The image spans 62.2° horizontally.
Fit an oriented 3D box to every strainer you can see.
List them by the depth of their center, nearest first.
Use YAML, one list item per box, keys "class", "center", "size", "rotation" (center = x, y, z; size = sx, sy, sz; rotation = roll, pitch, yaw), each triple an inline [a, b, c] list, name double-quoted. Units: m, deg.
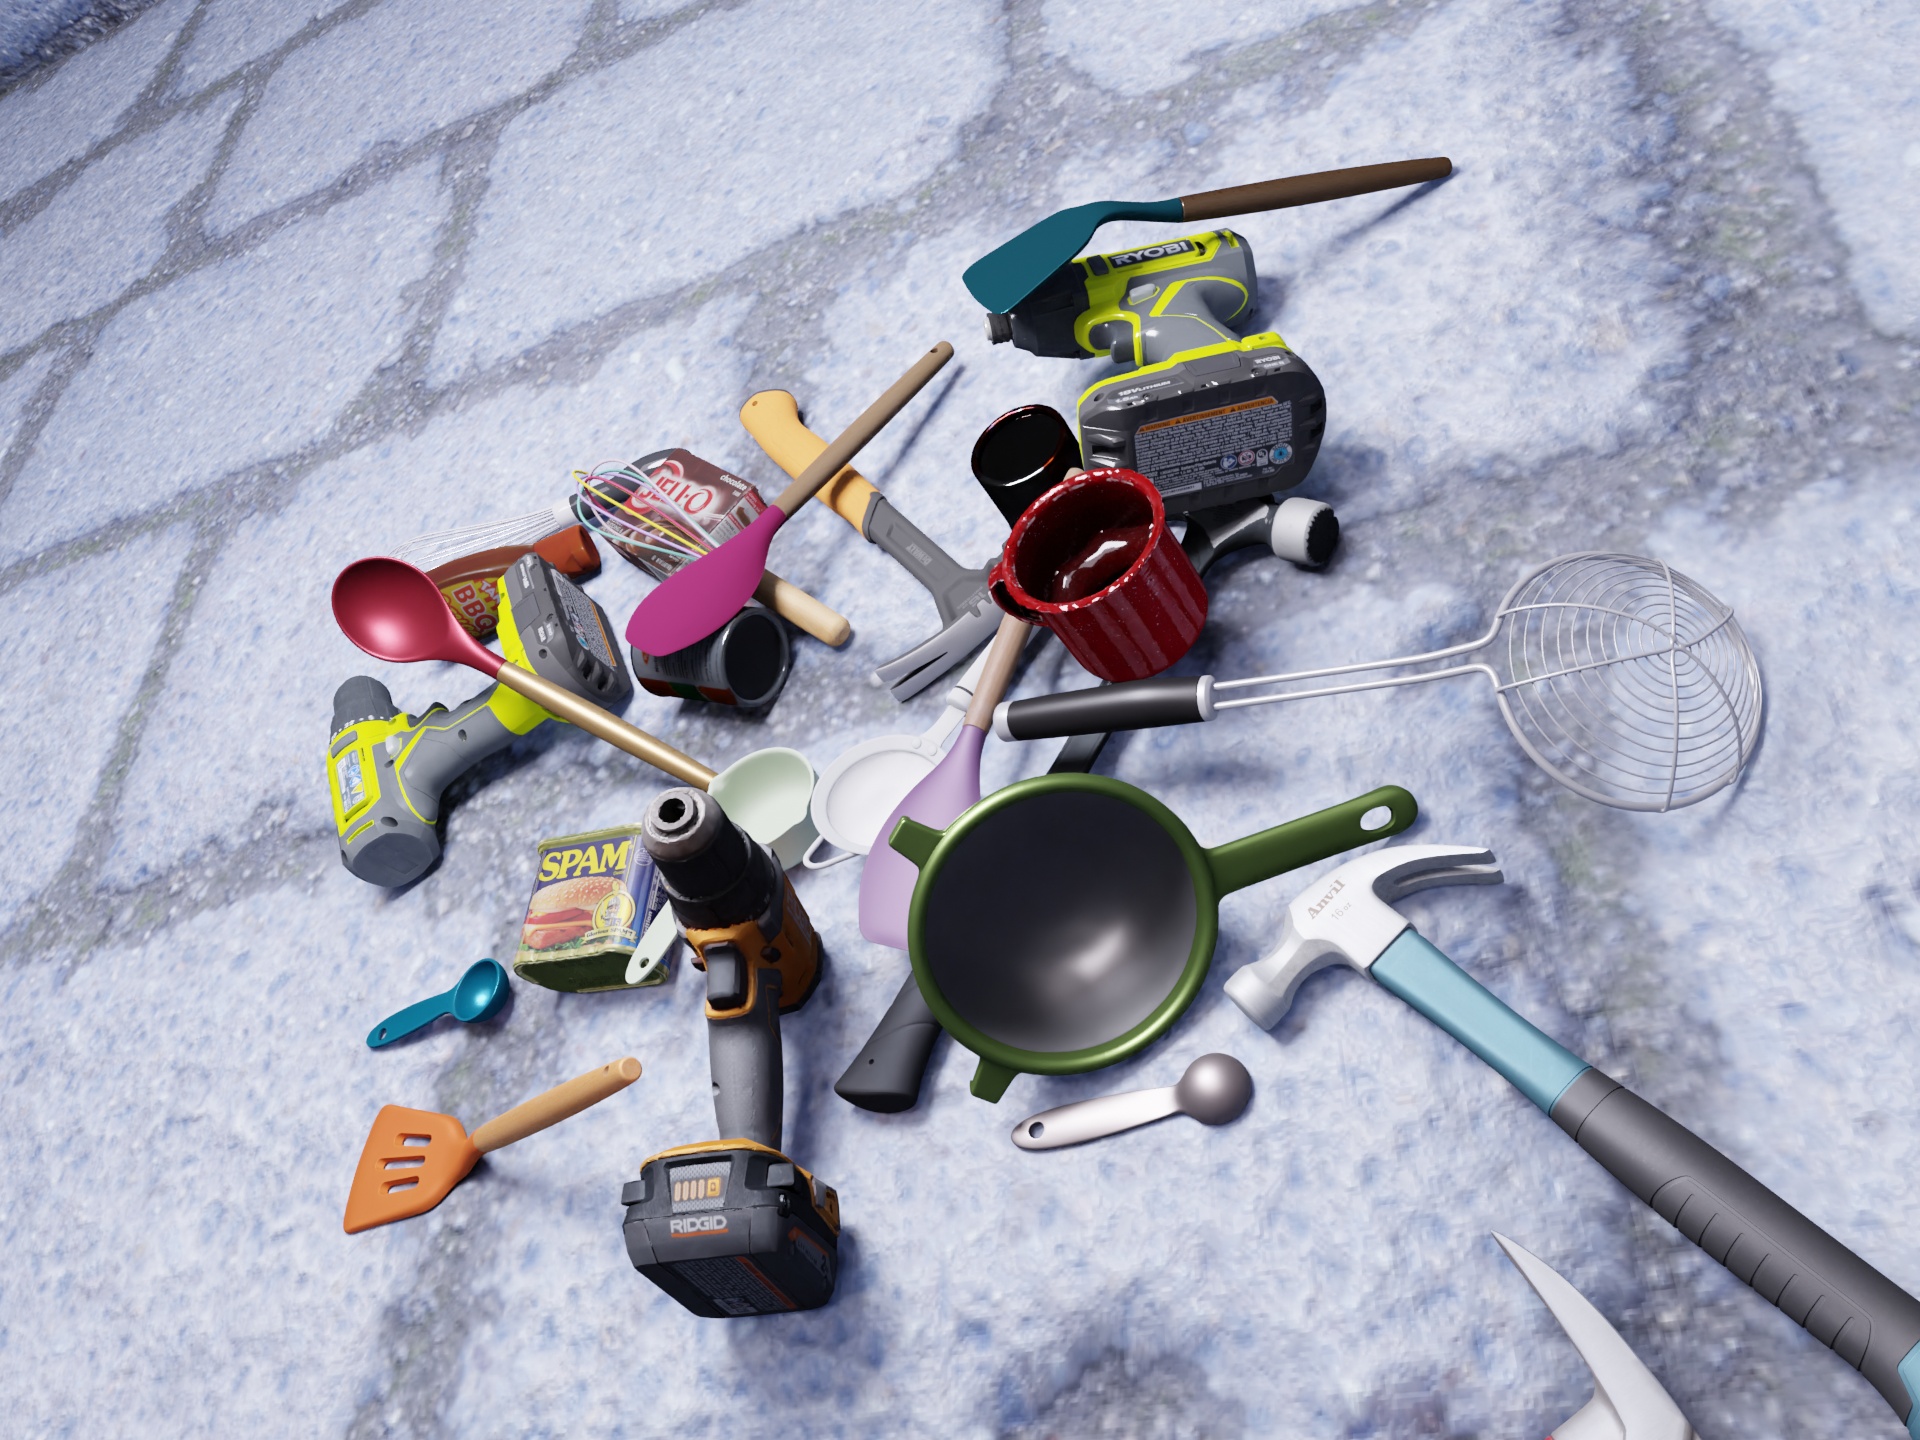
- class: "strainer"
  center: [0.096, 0.075, 0.786]
  size: [0.256, 0.151, 0.069]
  rotation: [-19, 14, -4]
- class: "strainer"
  center: [-0.001, -0.003, 0.930]
  size: [0.087, 0.050, 0.258]
  rotation: [26, 68, 32]

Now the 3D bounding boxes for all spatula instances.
- class: "spatula"
  center: [-0.262, 0.225, 0.879]
  size: [0.322, 0.041, 0.081]
  rotation: [-32, 40, 45]
- class: "spatula"
  center: [0.015, -0.016, 0.899]
  size: [0.060, 0.018, 0.316]
  rotation: [10, 63, 28]
- class: "spatula"
  center: [0.158, -0.309, 0.984]
  size: [0.317, 0.044, 0.082]
  rotation: [-13, 35, -11]

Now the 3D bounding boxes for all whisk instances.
- class: "whisk"
  center: [-0.174, -0.113, 1.073]
  size: [0.245, 0.047, 0.051]
  rotation: [32, 75, 23]
- class: "whisk"
  center: [-0.333, -0.149, 1.240]
  size: [0.284, 0.070, 0.070]
  rotation: [-22, 49, 11]

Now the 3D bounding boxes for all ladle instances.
- class: "ladle"
  center: [-0.277, -0.022, 1.038]
  size: [0.315, 0.031, 0.069]
  rotation: [27, 101, 14]

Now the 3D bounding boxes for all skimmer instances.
- class: "skimmer"
  center: [0.191, -0.006, 0.787]
  size: [0.363, 0.090, 0.127]
  rotation: [-7, 65, 32]

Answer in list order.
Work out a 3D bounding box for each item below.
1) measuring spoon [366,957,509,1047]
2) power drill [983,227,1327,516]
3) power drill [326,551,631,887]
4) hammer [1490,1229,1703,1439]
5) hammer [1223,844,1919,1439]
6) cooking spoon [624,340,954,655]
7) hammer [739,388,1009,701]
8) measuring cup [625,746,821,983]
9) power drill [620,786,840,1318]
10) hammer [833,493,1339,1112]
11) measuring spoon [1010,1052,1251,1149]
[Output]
- class: "measuring spoon"
  center: [-0.332, 0.189, 1.018]
  size: [0.128, 0.021, 0.042]
  rotation: [-25, 47, 27]
- class: "power drill"
  center: [0.112, -0.214, 0.947]
  size: [0.171, 0.080, 0.223]
  rotation: [-13, 39, -1]
- class: "power drill"
  center: [-0.359, -0.013, 1.138]
  size: [0.228, 0.080, 0.191]
  rotation: [-37, 47, 8]
- class: "hammer"
  center: [0.102, 0.357, 0.602]
  size: [0.386, 0.038, 0.143]
  rotation: [-37, 45, 4]
- class: "hammer"
  center: [0.260, 0.162, 0.648]
  size: [0.128, 0.033, 0.331]
  rotation: [-46, 46, -4]
- class: "cooking spoon"
  center: [-0.105, -0.155, 1.059]
  size: [0.069, 0.017, 0.319]
  rotation: [24, 61, 33]
- class: "hammer"
  center: [-0.075, -0.142, 1.082]
  size: [0.127, 0.034, 0.337]
  rotation: [-42, 46, -2]
- class: "measuring cup"
  center: [-0.138, 0.092, 0.939]
  size: [0.083, 0.038, 0.168]
  rotation: [17, 64, 38]
- class: "power drill"
  center: [-0.115, 0.158, 0.785]
  size: [0.084, 0.185, 0.226]
  rotation: [-8, 55, 7]
- class: "hammer"
  center: [0.051, 0.032, 0.874]
  size: [0.149, 0.036, 0.409]
  rotation: [19, 70, 41]
- class: "measuring spoon"
  center: [0.077, 0.184, 0.757]
  size: [0.124, 0.018, 0.034]
  rotation: [-20, 50, 20]
